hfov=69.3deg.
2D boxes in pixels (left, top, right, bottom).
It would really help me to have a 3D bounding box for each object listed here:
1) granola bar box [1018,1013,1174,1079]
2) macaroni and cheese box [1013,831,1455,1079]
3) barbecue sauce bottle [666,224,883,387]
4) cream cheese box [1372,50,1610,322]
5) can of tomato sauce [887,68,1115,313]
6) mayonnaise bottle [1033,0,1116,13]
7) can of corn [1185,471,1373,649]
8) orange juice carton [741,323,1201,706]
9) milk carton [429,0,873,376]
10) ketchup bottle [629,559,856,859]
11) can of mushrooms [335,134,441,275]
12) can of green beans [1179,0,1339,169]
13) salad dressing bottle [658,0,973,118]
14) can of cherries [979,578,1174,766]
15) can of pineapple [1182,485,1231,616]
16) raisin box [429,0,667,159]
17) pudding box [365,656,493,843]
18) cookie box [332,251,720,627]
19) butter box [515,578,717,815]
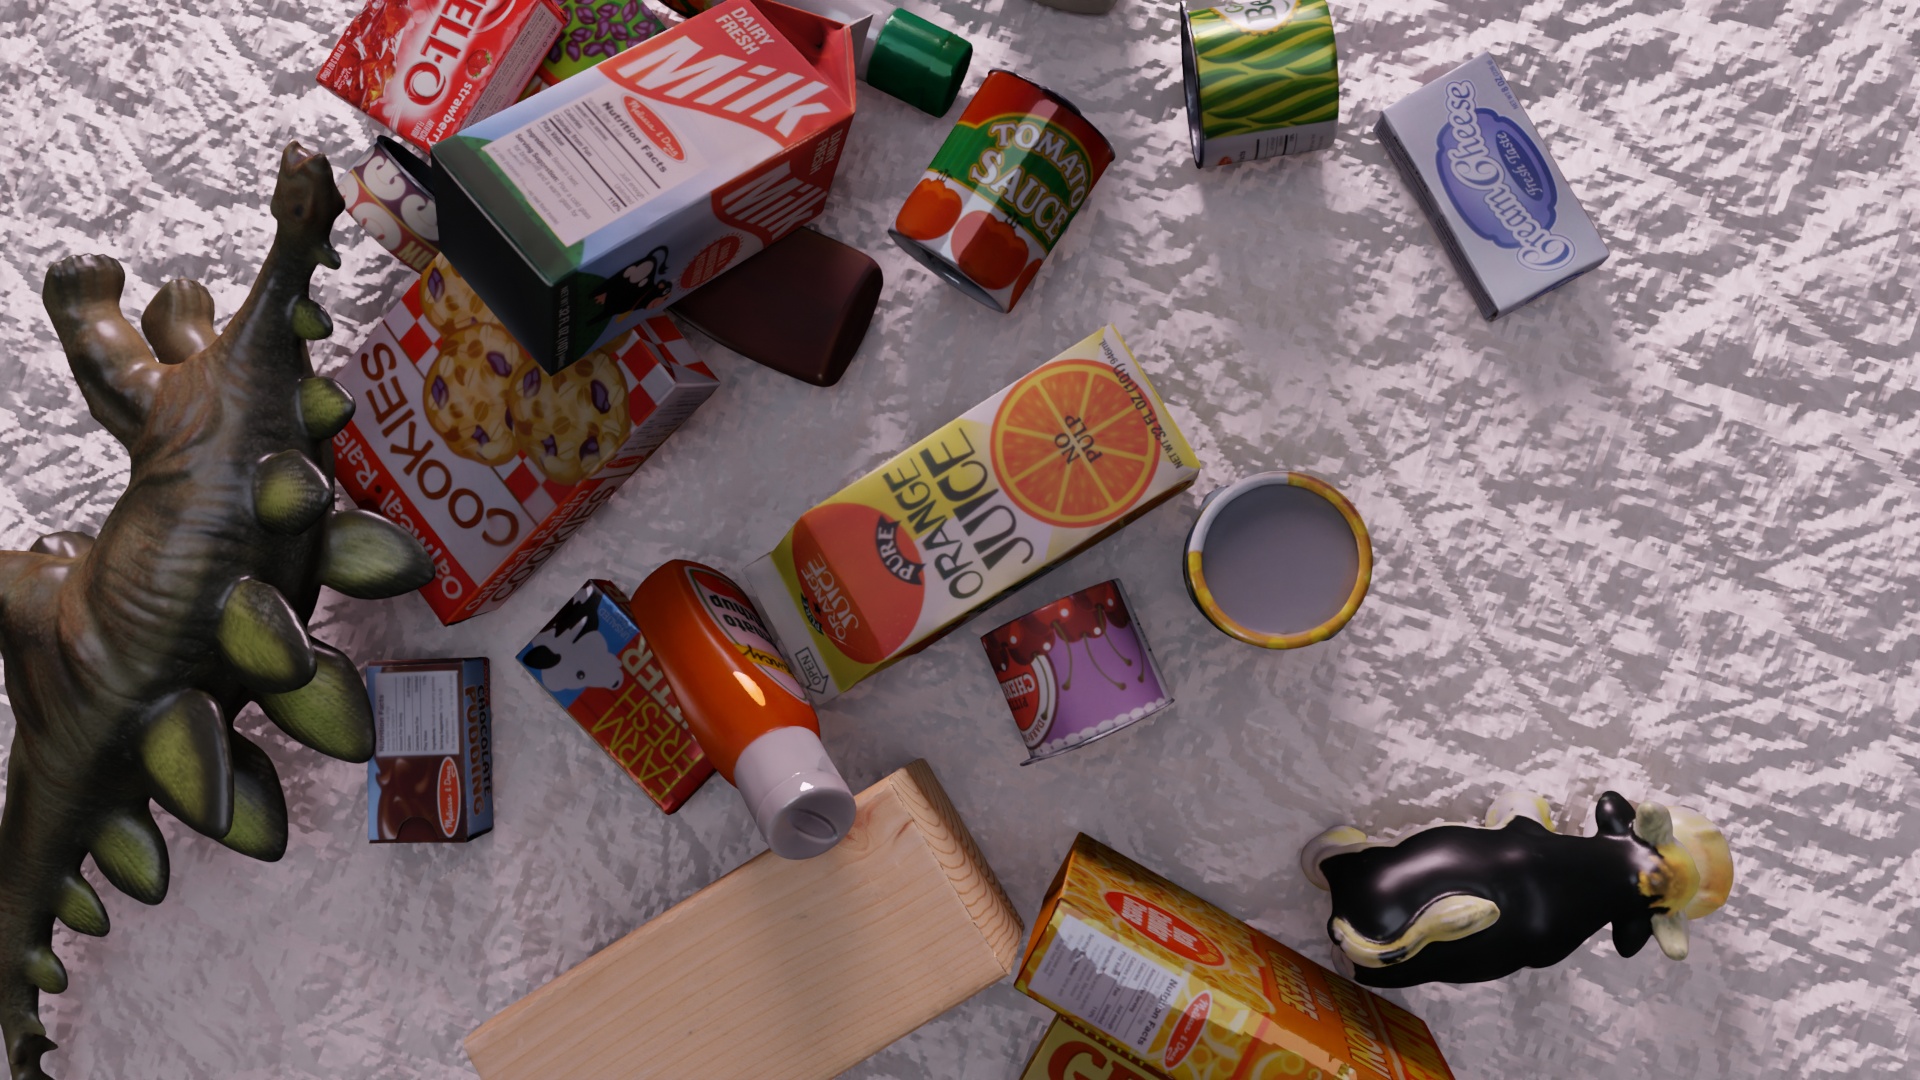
[{"bbox_3d":[0.095,0.269,0.573,0.166,0.039,0.124,28,104,8],"label":"granola bar box"},{"bbox_3d":[0.108,0.183,0.545,0.166,0.124,0.040,28,94,8],"label":"macaroni and cheese box"},{"bbox_3d":[-0.113,-0.126,0.634,0.148,0.043,0.065,24,88,9],"label":"barbecue sauce bottle"},{"bbox_3d":[0.228,-0.152,0.600,0.053,0.024,0.104,-29,83,6],"label":"cream cheese box"},{"bbox_3d":[0.018,-0.151,0.605,0.071,0.071,0.083,34,92,8],"label":"can of tomato sauce"},{"bbox_3d":[0.038,-0.267,0.569,0.065,0.148,0.041,21,90,8],"label":"mayonnaise bottle"},{"bbox_3d":[0.121,0.010,0.527,0.071,0.058,0.071,0,87,8],"label":"can of corn"},{"bbox_3d":[0.002,-0.007,0.596,0.192,0.073,0.072,-32,83,5],"label":"orange juice carton"},{"bbox_3d":[-0.112,-0.156,0.571,0.191,0.072,0.073,-39,83,-26],"label":"milk carton"},{"bbox_3d":[-0.088,0.068,0.571,0.043,0.064,0.149,-46,43,5],"label":"ketchup bottle"},{"bbox_3d":[-0.250,-0.150,0.641,0.033,0.071,0.071,-45,82,4],"label":"can of mushrooms"},{"bbox_3d":[0.127,-0.197,0.595,0.058,0.071,0.071,-7,86,7],"label":"can of green beans"},{"bbox_3d":[-0.068,-0.239,0.628,0.148,0.064,0.044,25,72,1],"label":"salad dressing bottle"},{"bbox_3d":[0.047,0.055,0.588,0.071,0.071,0.058,-24,84,6],"label":"can of cherries"},{"bbox_3d":[0.126,0.008,0.586,0.071,0.058,0.071,0,87,8],"label":"can of pineapple"},{"bbox_3d":[-0.194,-0.212,0.652,0.123,0.040,0.086,-40,82,3],"label":"raisin box"},{"bbox_3d":[-0.247,0.097,0.644,0.050,0.030,0.083,-3,86,6],"label":"pudding box"},{"bbox_3d":[-0.207,-0.061,0.623,0.167,0.040,0.123,-41,82,19],"label":"cookie box"},{"bbox_3d":[-0.148,0.071,0.636,0.103,0.024,0.053,44,93,8],"label":"butter box"}]
